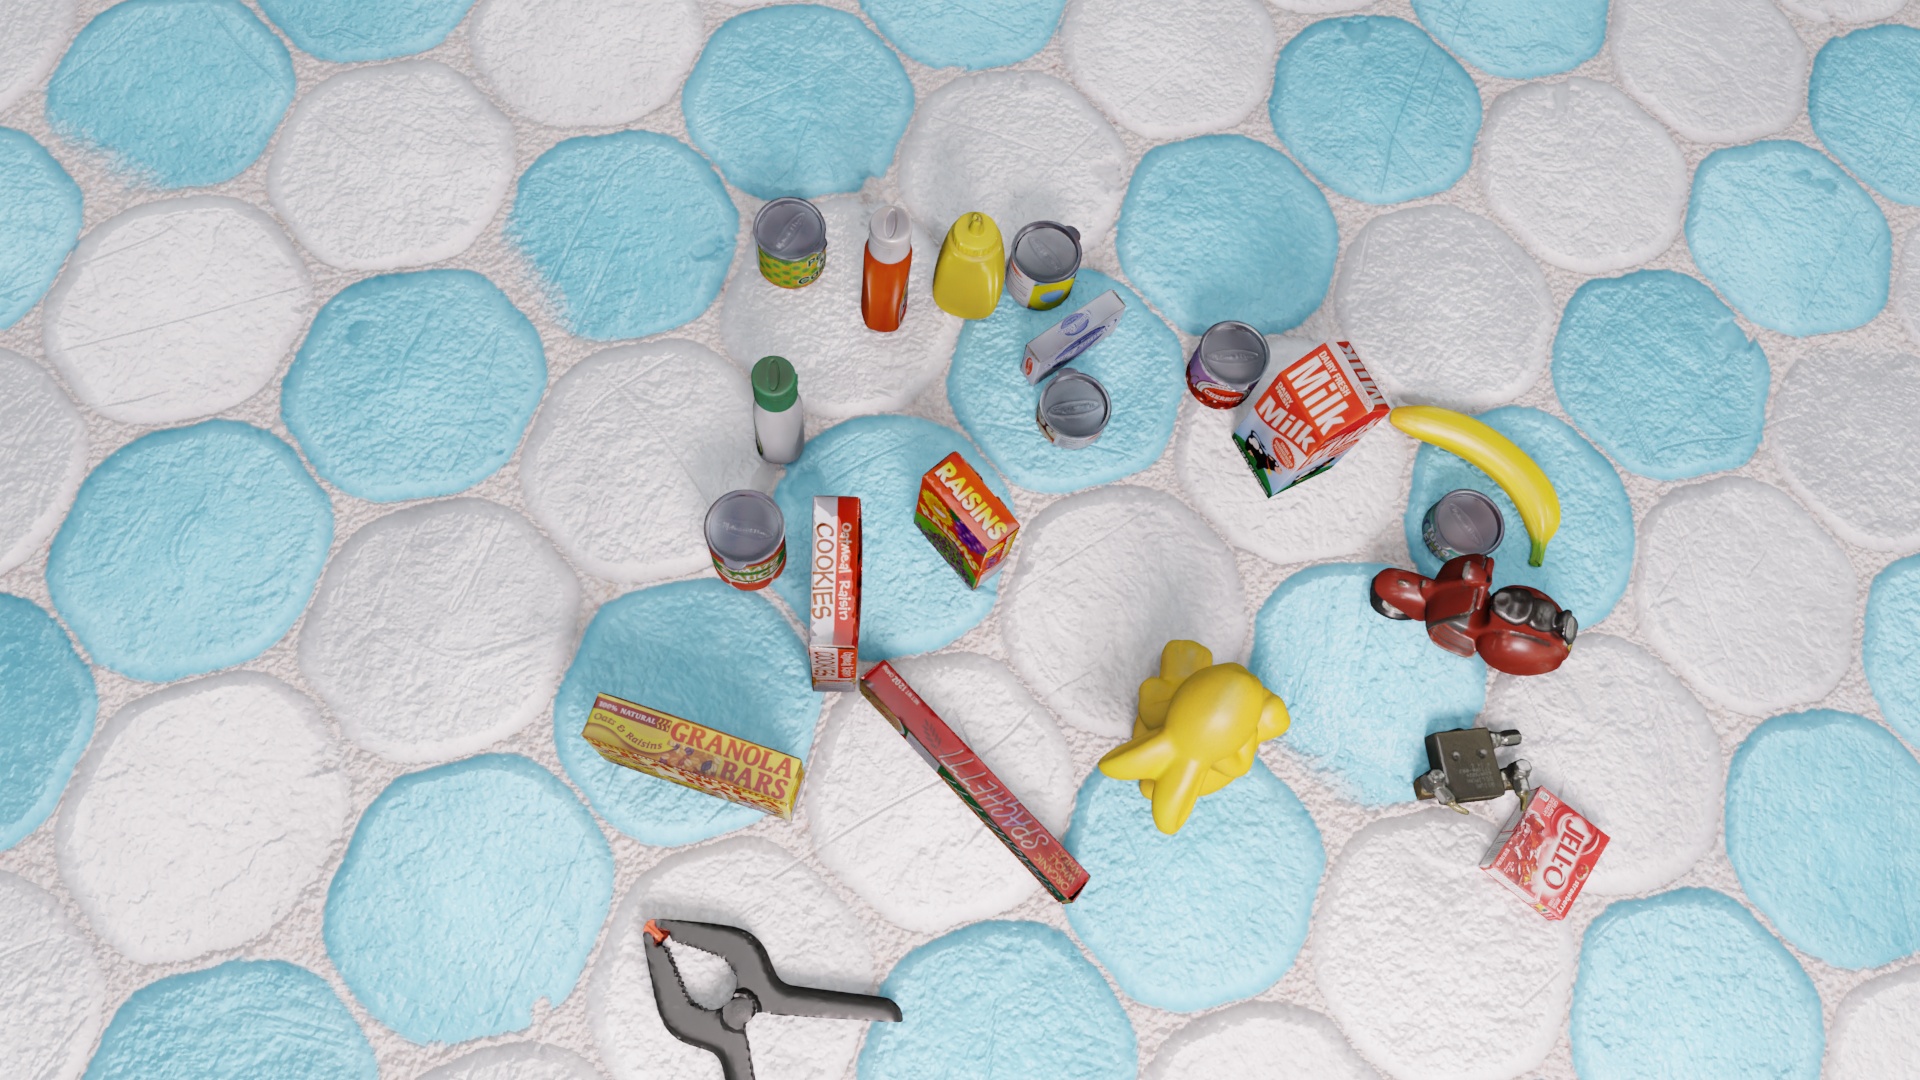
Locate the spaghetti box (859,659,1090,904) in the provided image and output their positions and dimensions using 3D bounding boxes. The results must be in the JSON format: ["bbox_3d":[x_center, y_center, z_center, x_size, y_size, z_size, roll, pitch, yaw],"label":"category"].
[{"bbox_3d":[0.010,0.201,1.153,0.029,0.050,0.250,-42,80,-16],"label":"spaghetti box"}]

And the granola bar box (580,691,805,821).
[{"bbox_3d":[-0.207,0.173,1.102,0.166,0.124,0.039,18,72,1],"label":"granola bar box"}]

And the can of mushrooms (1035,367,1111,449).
[{"bbox_3d":[0.103,-0.121,1.277,0.071,0.033,0.071,2,72,-5],"label":"can of mushrooms"}]

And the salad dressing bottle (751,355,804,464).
[{"bbox_3d":[-0.157,-0.112,1.189,0.044,0.147,0.064,0,72,-5],"label":"salad dressing bottle"}]

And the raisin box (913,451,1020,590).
[{"bbox_3d":[0.004,-0.015,1.185,0.040,0.123,0.086,-37,79,-15],"label":"raisin box"}]

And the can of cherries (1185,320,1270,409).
[{"bbox_3d":[0.247,-0.160,1.290,0.071,0.058,0.071,2,72,-5],"label":"can of cherries"}]

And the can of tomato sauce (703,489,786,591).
[{"bbox_3d":[-0.181,0.003,1.183,0.071,0.083,0.071,2,72,-5],"label":"can of tomato sauce"}]

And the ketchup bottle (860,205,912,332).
[{"bbox_3d":[-0.066,-0.245,1.241,0.043,0.148,0.065,6,72,-3],"label":"ketchup bottle"}]

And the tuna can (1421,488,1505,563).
[{"bbox_3d":[0.459,-0.010,1.274,0.071,0.032,0.071,2,72,-5],"label":"tuna can"}]

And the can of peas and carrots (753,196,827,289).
[{"bbox_3d":[-0.156,-0.274,1.290,0.071,0.058,0.071,2,72,-5],"label":"can of peas and carrots"}]

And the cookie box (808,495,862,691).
[{"bbox_3d":[-0.101,0.047,1.131,0.040,0.167,0.123,1,72,-5],"label":"cookie box"}]

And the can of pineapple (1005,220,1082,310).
[{"bbox_3d":[0.079,-0.258,1.307,0.071,0.057,0.071,2,72,-5],"label":"can of pineapple"}]

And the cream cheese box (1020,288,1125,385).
[{"bbox_3d":[0.103,-0.188,1.289,0.104,0.053,0.024,-35,79,-15],"label":"cream cheese box"}]

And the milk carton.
[{"bbox_3d":[0.308,-0.109,1.210,0.073,0.190,0.072,-25,76,-12],"label":"milk carton"}]

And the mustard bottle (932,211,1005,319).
[{"bbox_3d":[0.011,-0.253,1.245,0.065,0.159,0.049,13,72,-1],"label":"mustard bottle"}]
